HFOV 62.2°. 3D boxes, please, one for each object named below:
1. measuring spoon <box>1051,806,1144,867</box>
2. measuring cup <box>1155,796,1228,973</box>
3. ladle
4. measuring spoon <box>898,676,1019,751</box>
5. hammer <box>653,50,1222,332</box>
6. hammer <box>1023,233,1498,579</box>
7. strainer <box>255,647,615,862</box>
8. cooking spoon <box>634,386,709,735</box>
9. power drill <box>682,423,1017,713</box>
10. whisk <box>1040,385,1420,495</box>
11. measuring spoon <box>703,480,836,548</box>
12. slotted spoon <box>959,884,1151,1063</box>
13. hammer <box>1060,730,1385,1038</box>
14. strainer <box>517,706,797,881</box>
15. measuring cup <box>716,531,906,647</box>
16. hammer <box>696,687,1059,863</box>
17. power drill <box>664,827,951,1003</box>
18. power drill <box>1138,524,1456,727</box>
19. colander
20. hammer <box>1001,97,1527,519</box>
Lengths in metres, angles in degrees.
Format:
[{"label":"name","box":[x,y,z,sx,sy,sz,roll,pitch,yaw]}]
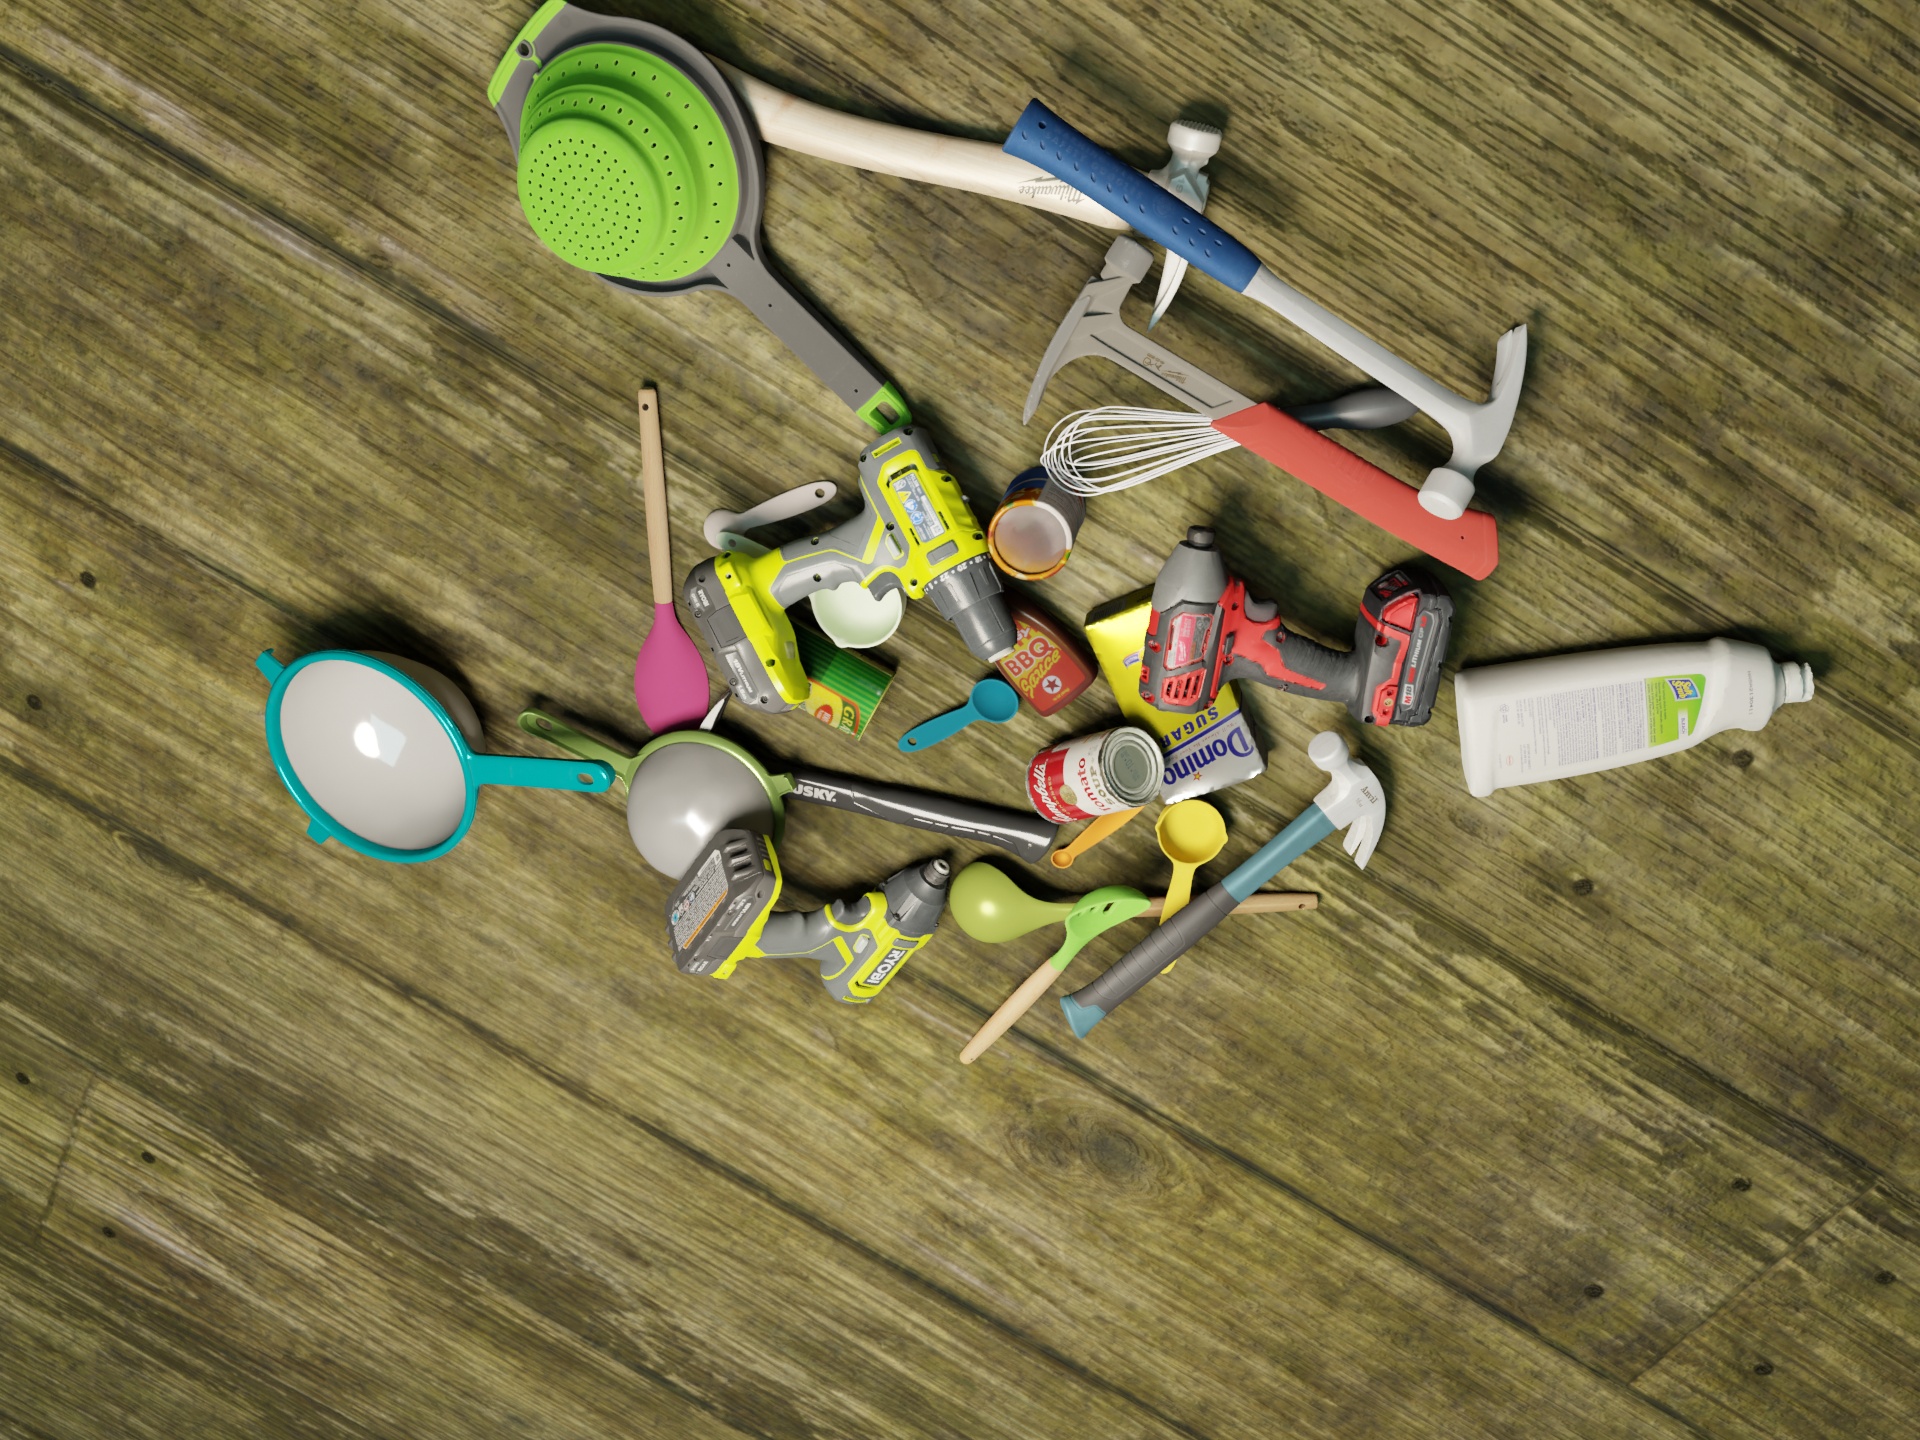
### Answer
[{"label":"measuring spoon","box":[0.124,0.090,1.381,0.021,0.011,0.117,41,113,-18]},{"label":"measuring cup","box":[0.186,0.139,1.360,0.062,0.029,0.156,10,103,0]},{"label":"ladle","box":[0.149,0.157,1.396,0.320,0.062,0.078,-3,121,6]},{"label":"measuring spoon","box":[-0.002,-0.004,1.360,0.128,0.021,0.042,-26,108,32]},{"label":"hammer","box":[-0.027,-0.402,1.159,0.410,0.038,0.146,15,119,5]},{"label":"hammer","box":[0.227,-0.195,1.152,0.359,0.037,0.149,30,105,-5]},{"label":"strainer","box":[-0.444,0.020,1.407,0.340,0.095,0.210,4,118,17]},{"label":"cooking spoon","box":[-0.254,-0.125,1.350,0.069,0.017,0.318,5,117,9]},{"label":"power drill","box":[-0.081,-0.097,1.245,0.228,0.080,0.190,-28,88,10]},{"label":"whisk","box":[0.200,-0.217,1.191,0.284,0.070,0.070,-8,114,11]},{"label":"measuring spoon","box":[-0.158,-0.170,1.308,0.124,0.018,0.034,-18,110,19]},{"label":"slotted spoon","box":[0.071,0.228,1.410,0.070,0.031,0.313,4,141,-31]},{"label":"hammer","box":[0.212,0.150,1.317,0.331,0.033,0.128,-41,127,10]},{"label":"strainer","box":[-0.280,0.064,1.382,0.256,0.069,0.151,27,120,0]},{"label":"measuring cup","box":[-0.122,-0.121,1.316,0.167,0.038,0.083,26,116,4]},{"label":"hammer","box":[-0.079,0.065,1.396,0.335,0.035,0.146,12,118,6]},{"label":"power drill","box":[-0.127,0.167,1.384,0.223,0.080,0.171,15,126,-37]},{"label":"power drill","box":[0.252,-0.070,1.210,0.219,0.079,0.143,5,110,-2]},{"label":"colander","box":[-0.195,-0.339,1.176,0.397,0.095,0.204,43,128,-15]},{"label":"hammer","box":[0.213,-0.306,1.103,0.405,0.035,0.144,31,82,-7]}]
